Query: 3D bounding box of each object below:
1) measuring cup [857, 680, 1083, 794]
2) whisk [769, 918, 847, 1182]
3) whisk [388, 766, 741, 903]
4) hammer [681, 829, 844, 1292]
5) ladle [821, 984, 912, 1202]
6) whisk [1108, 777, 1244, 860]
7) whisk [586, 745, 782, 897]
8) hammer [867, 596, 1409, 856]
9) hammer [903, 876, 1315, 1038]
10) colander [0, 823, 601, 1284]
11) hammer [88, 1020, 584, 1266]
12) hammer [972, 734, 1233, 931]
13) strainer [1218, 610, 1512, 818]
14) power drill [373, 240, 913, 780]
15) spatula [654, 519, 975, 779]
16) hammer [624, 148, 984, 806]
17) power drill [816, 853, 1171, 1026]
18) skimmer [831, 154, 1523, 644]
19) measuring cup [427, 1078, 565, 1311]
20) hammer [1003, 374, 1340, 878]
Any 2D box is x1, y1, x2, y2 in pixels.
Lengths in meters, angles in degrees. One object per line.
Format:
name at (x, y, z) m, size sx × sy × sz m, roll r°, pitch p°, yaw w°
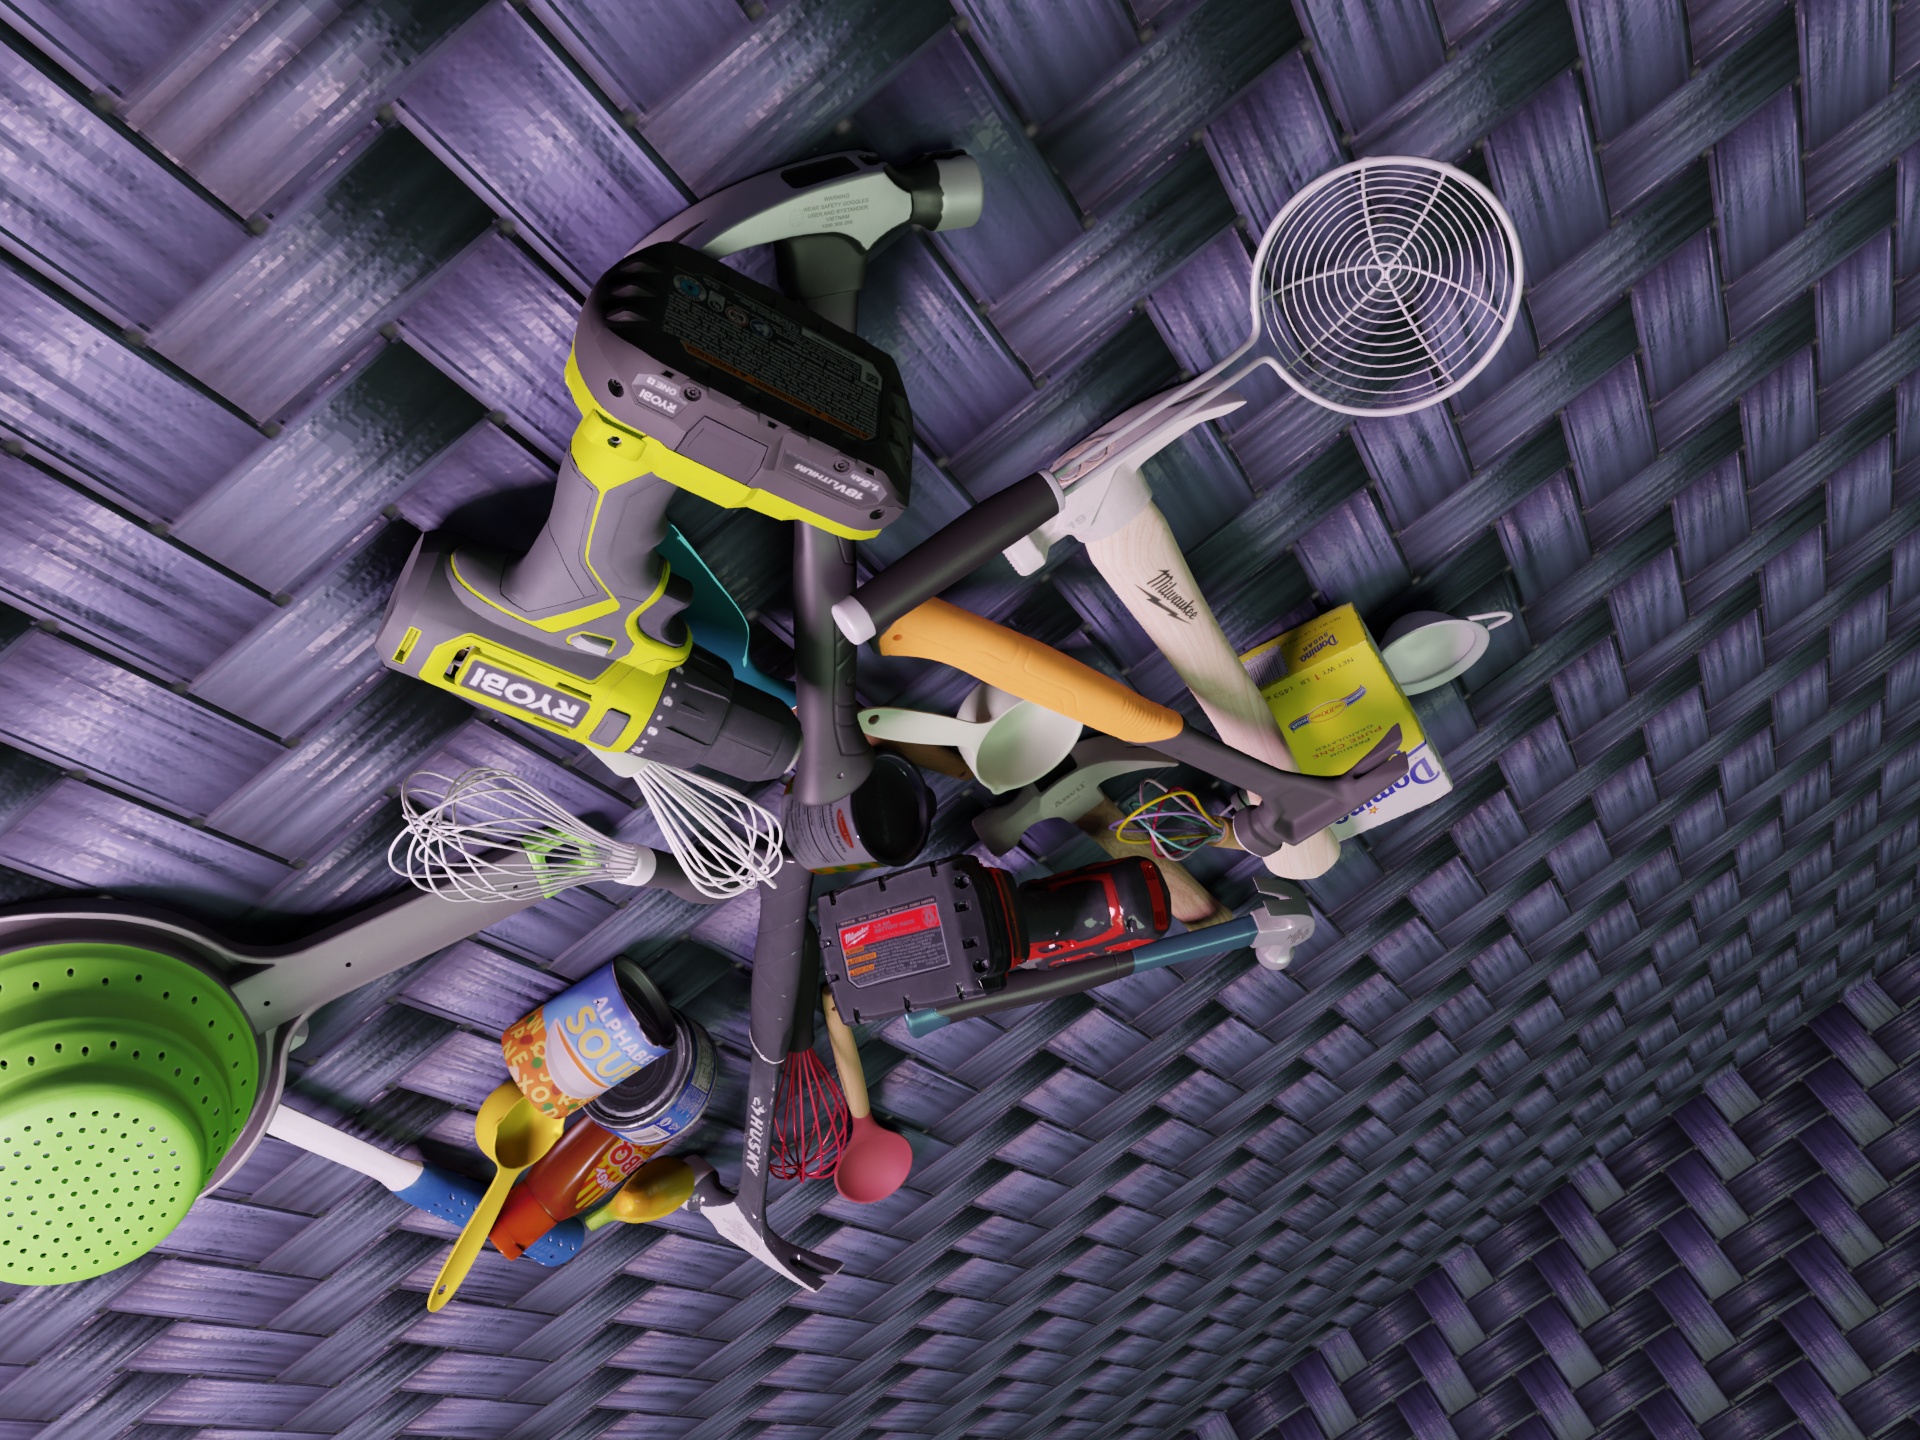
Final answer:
measuring cup at (-0.001, -0.003, 0.919) m, size 0.167 × 0.038 × 0.083 m, roll 7°, pitch 124°, yaw -41°
whisk at (-0.112, 0.234, 1.108) m, size 0.073 × 0.073 × 0.295 m, roll -16°, pitch 136°, yaw -21°
whisk at (-0.191, 0.070, 0.831) m, size 0.070 × 0.070 × 0.284 m, roll -39°, pitch 158°, yaw 11°
hammer at (-0.126, 0.230, 1.053) m, size 0.036 × 0.149 × 0.408 m, roll -36°, pitch 147°, yaw -43°
ladle at (-0.081, 0.289, 1.221) m, size 0.069 × 0.031 × 0.315 m, roll -24°, pitch 142°, yaw -15°
whisk at (0.168, 0.072, 1.075) m, size 0.244 × 0.051 × 0.047 m, roll 14°, pitch 102°, yaw -60°
whisk at (-0.163, 0.022, 0.818) m, size 0.058 × 0.059 × 0.246 m, roll -46°, pitch 136°, yaw -8°
hammer at (0.096, -0.007, 0.892) m, size 0.336 × 0.034 × 0.127 m, roll 22°, pitch 139°, yaw -29°
hammer at (0.114, 0.185, 1.197) m, size 0.331 × 0.033 × 0.128 m, roll -12°, pitch 149°, yaw -13°
colander at (-0.352, 0.161, 0.777) m, size 0.397 × 0.095 × 0.204 m, roll -26°, pitch 125°, yaw -20°
hammer at (-0.363, 0.287, 1.005) m, size 0.144 × 0.035 × 0.405 m, roll -32°, pitch 144°, yaw 0°
hammer at (0.133, 0.098, 1.146) m, size 0.130 × 0.031 × 0.331 m, roll -37°, pitch 144°, yaw 8°
strainer at (0.272, -0.007, 1.116) m, size 0.086 × 0.050 × 0.258 m, roll 19°, pitch 127°, yaw -42°
power drill at (-0.115, -0.065, 0.661) m, size 0.190 × 0.080 × 0.228 m, roll 24°, pitch 133°, yaw -23°
spatula at (-0.080, -0.016, 0.865) m, size 0.082 × 0.044 × 0.317 m, roll -43°, pitch 147°, yaw 14°
hammer at (-0.068, -0.090, 0.736) m, size 0.146 × 0.035 × 0.334 m, roll -16°, pitch 133°, yaw -22°
power drill at (0.007, 0.135, 0.999) m, size 0.188 × 0.080 × 0.226 m, roll -19°, pitch 168°, yaw 32°
skimmer at (0.102, -0.139, 0.748) m, size 0.363 × 0.090 × 0.127 m, roll -35°, pitch 112°, yaw -14°
measuring cup at (-0.306, 0.299, 1.014) m, size 0.156 × 0.029 × 0.062 m, roll -63°, pitch 147°, yaw -4°
hammer at (0.165, -0.027, 0.958) m, size 0.146 × 0.038 × 0.410 m, roll -34°, pitch 134°, yaw 4°
